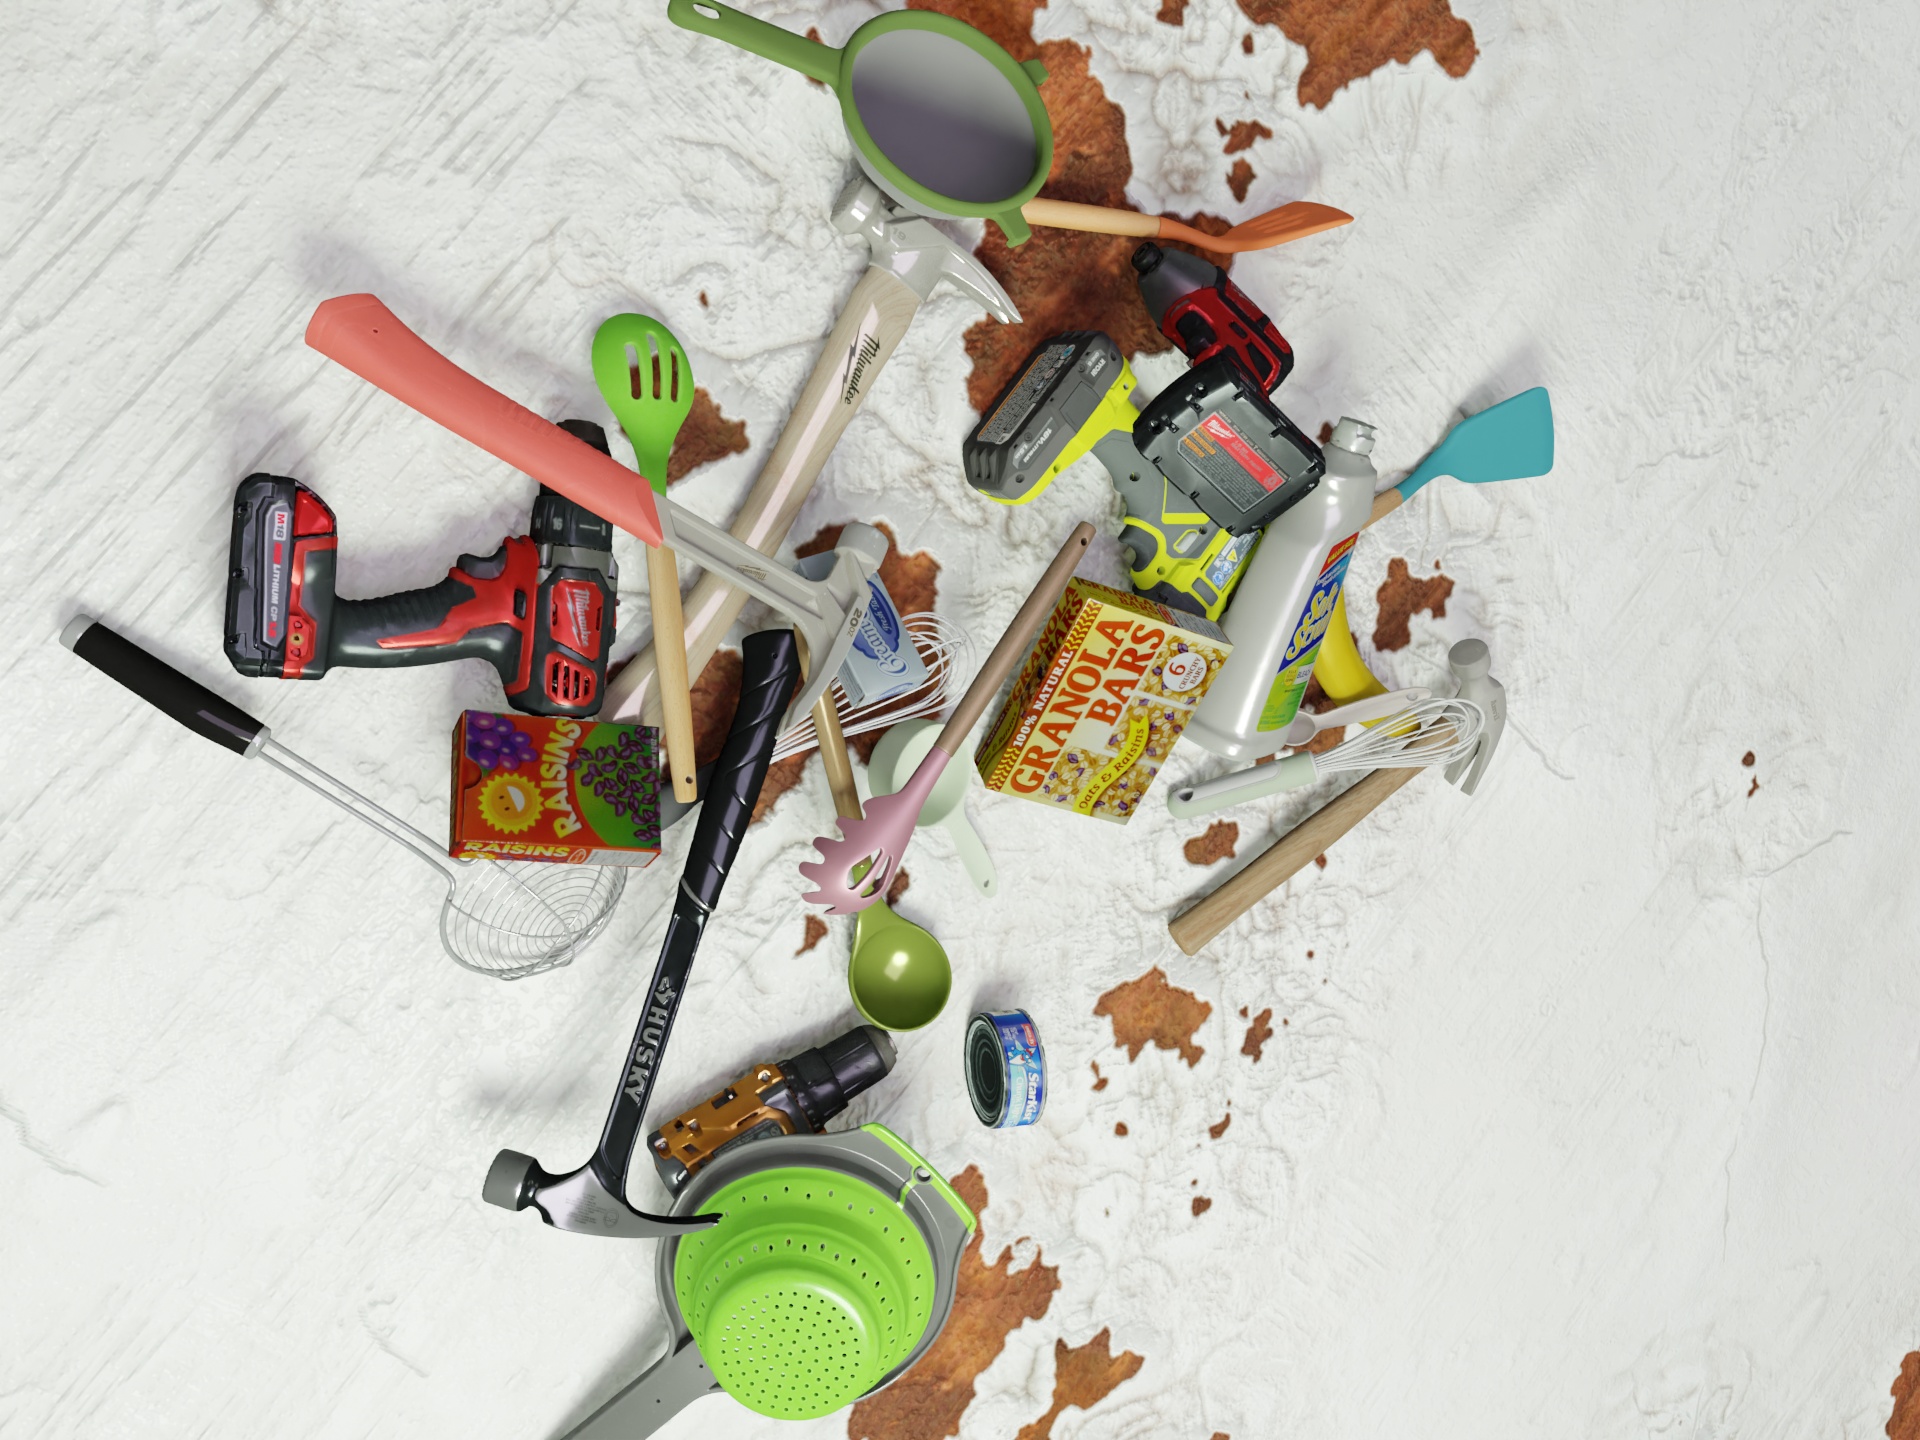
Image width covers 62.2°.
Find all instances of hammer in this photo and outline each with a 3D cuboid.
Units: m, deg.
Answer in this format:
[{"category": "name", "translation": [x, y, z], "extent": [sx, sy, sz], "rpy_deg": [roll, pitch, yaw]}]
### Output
[{"category": "hammer", "translation": [0.302, 0.077, 1.264], "extent": [0.331, 0.031, 0.129], "rpy_deg": [-37, 131, -6]}, {"category": "hammer", "translation": [-0.171, 0.133, 1.027], "extent": [0.149, 0.036, 0.409], "rpy_deg": [18, 84, 0]}, {"category": "hammer", "translation": [-0.114, -0.147, 1.064], "extent": [0.146, 0.038, 0.410], "rpy_deg": [31, 88, -26]}, {"category": "hammer", "translation": [-0.221, -0.135, 0.949], "extent": [0.359, 0.036, 0.149], "rpy_deg": [30, 65, -14]}]

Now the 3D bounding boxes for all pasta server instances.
[{"category": "pasta server", "translation": [-0.002, -0.003, 1.062], "extent": [0.060, 0.040, 0.316], "rpy_deg": [39, 79, -33]}]

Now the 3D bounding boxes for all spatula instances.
[{"category": "spatula", "translation": [0.116, -0.358, 1.114], "extent": [0.322, 0.081, 0.041], "rpy_deg": [1, 116, -18]}, {"category": "spatula", "translation": [0.328, -0.161, 1.240], "extent": [0.317, 0.044, 0.082], "rpy_deg": [-32, 129, -13]}]

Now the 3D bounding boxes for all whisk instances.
[{"category": "whisk", "translation": [-0.115, 0.011, 1.083], "extent": [0.284, 0.070, 0.070], "rpy_deg": [-29, 110, -10]}, {"category": "whisk", "translation": [0.276, 0.032, 1.210], "extent": [0.246, 0.058, 0.059], "rpy_deg": [-17, 132, 9]}]

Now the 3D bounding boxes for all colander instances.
[{"category": "colander", "translation": [-0.165, 0.436, 1.055], "extent": [0.397, 0.094, 0.204], "rpy_deg": [-42, 100, 11]}]

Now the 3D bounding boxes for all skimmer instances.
[{"category": "skimmer", "translation": [-0.376, 0.042, 0.993], "extent": [0.363, 0.090, 0.127], "rpy_deg": [35, 96, -14]}]

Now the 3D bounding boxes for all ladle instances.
[{"category": "ladle", "translation": [-0.066, 0.077, 1.078], "extent": [0.078, 0.062, 0.320], "rpy_deg": [-28, 124, -28]}]

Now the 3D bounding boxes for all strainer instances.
[{"category": "strainer", "translation": [-0.067, -0.389, 1.012], "extent": [0.256, 0.069, 0.152], "rpy_deg": [15, 66, -20]}]

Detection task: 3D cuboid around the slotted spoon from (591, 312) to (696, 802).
[{"category": "slotted spoon", "translation": [-0.188, -0.104, 1.007], "extent": [0.070, 0.031, 0.314], "rpy_deg": [-6, 92, -38]}]

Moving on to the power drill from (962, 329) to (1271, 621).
[{"category": "power drill", "translation": [0.115, -0.153, 1.137], "extent": [0.223, 0.080, 0.171], "rpy_deg": [40, 83, -27]}]

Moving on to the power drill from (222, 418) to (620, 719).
[{"category": "power drill", "translation": [-0.318, -0.100, 0.966], "extent": [0.226, 0.080, 0.188], "rpy_deg": [4, 91, -27]}]

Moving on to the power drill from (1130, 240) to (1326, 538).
[{"category": "power drill", "translation": [0.173, -0.237, 1.081], "extent": [0.143, 0.220, 0.078], "rpy_deg": [37, 124, -25]}]

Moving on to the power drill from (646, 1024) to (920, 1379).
[{"category": "power drill", "translation": [-0.095, 0.343, 1.142], "extent": [0.185, 0.084, 0.226], "rpy_deg": [-30, 105, -15]}]

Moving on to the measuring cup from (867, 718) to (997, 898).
[{"category": "measuring cup", "translation": [-0.015, 0.068, 1.149], "extent": [0.083, 0.038, 0.167], "rpy_deg": [-45, 131, -23]}]

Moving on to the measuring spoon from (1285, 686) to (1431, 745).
[{"category": "measuring spoon", "translation": [0.305, -0.009, 1.243], "extent": [0.124, 0.018, 0.034], "rpy_deg": [-15, 124, 16]}]
